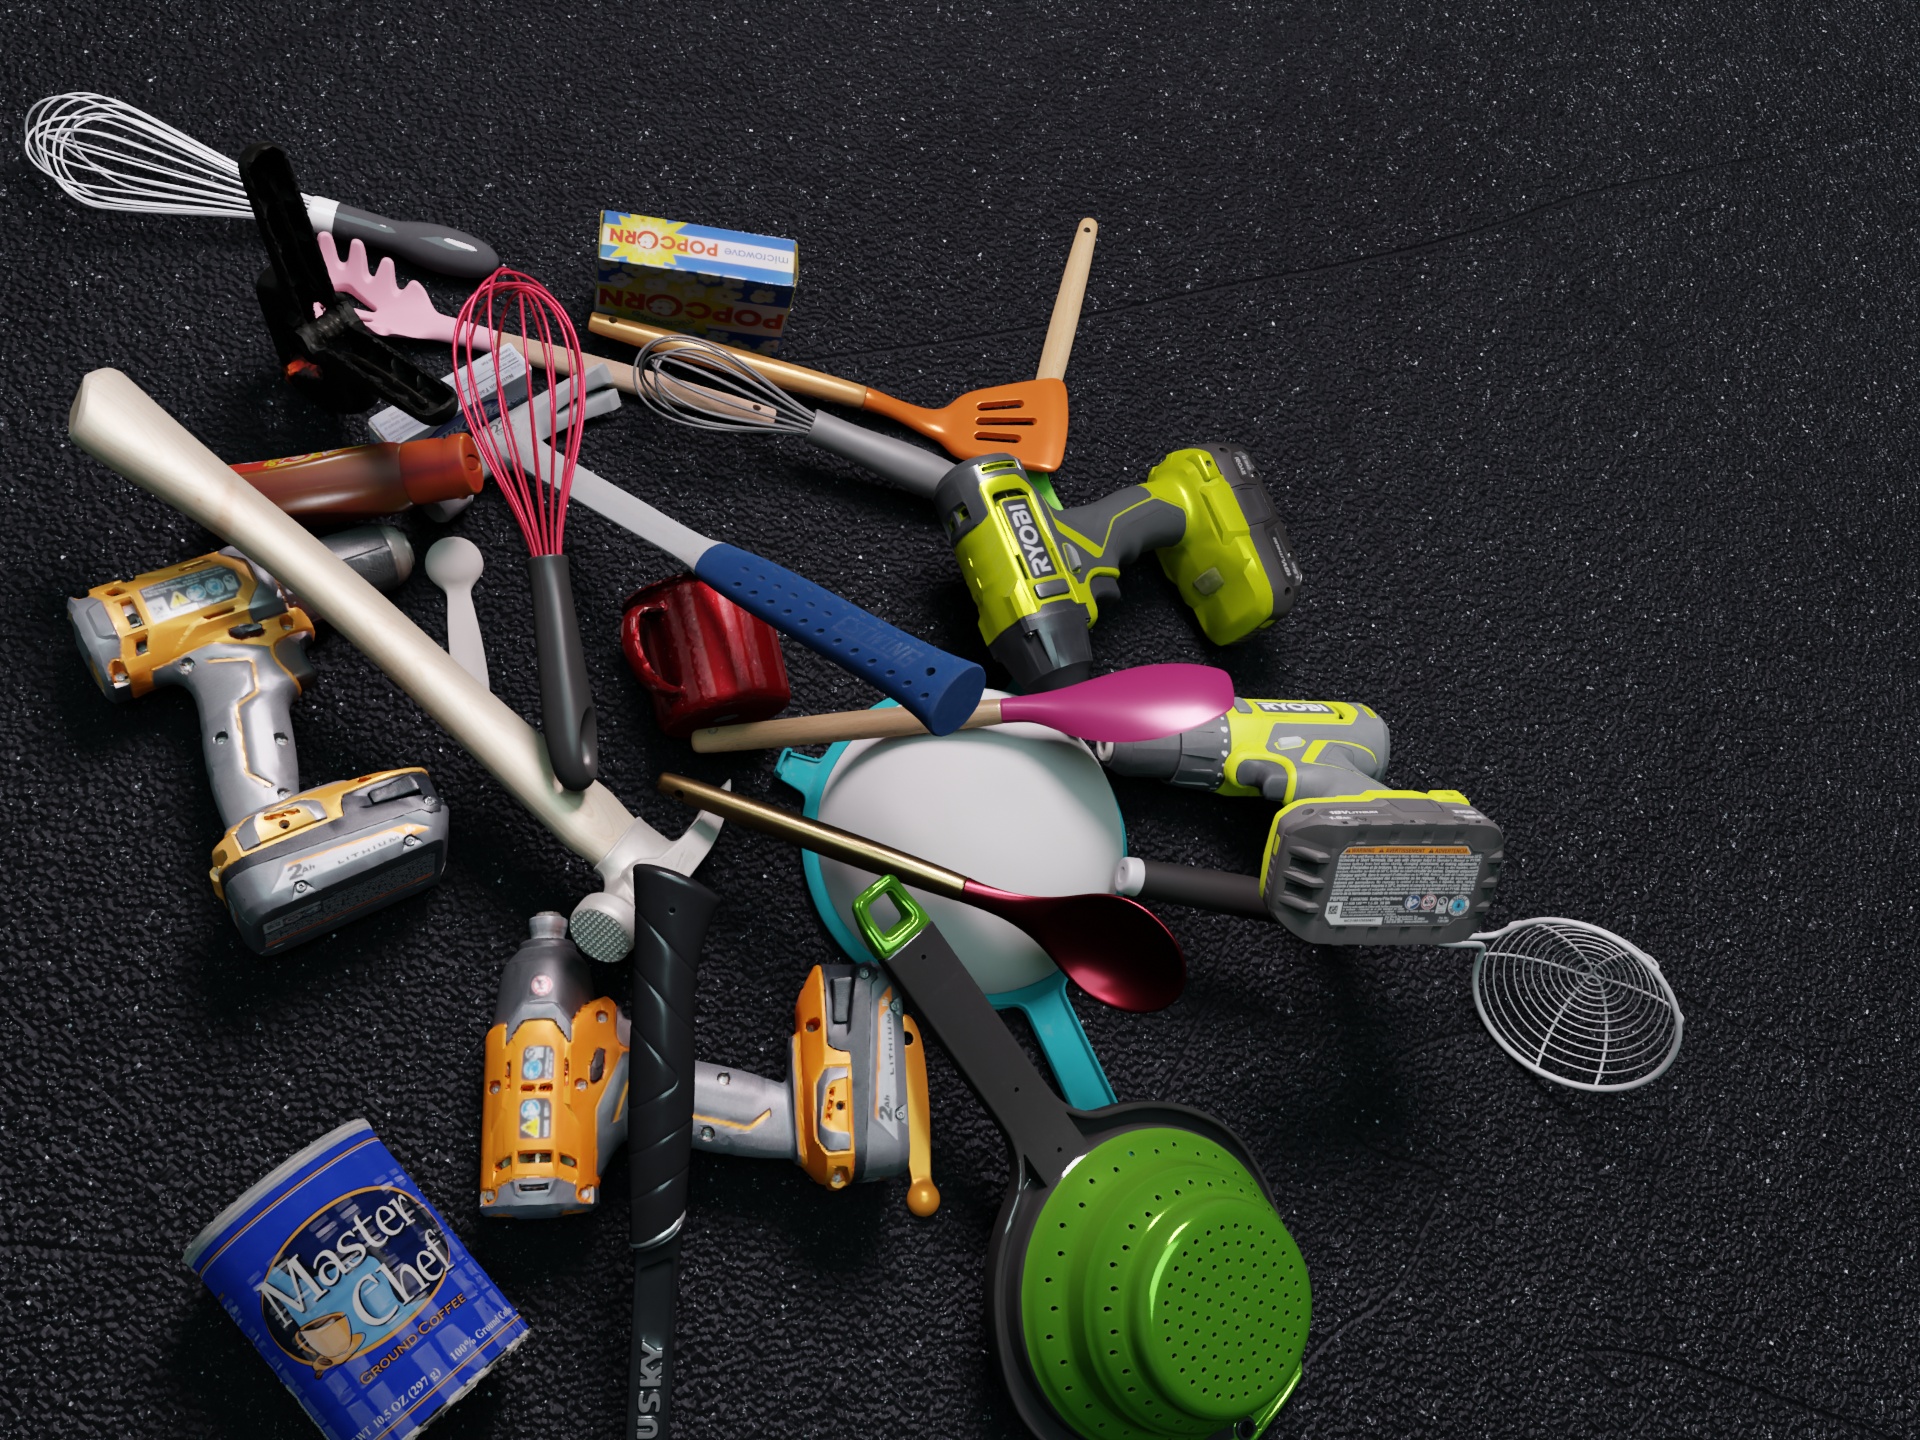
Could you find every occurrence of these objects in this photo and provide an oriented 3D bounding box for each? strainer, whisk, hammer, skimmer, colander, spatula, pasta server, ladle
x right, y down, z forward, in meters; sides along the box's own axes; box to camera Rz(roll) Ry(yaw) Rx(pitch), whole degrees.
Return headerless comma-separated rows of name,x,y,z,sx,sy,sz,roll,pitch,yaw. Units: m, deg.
strainer,0.041,0.119,0.947,0.211,0.095,0.340,-20,75,-21
whisk,-0.438,-0.329,1.010,0.284,0.070,0.070,13,68,-16
hammer,-0.145,-0.099,0.904,0.406,0.035,0.144,30,61,32
skimmer,0.265,0.150,0.967,0.363,0.127,0.090,13,45,-17
colander,0.076,0.247,0.856,0.204,0.094,0.397,-38,99,-27
whisk,-0.097,-0.188,1.033,0.239,0.055,0.055,20,66,-15
hammer,-0.306,-0.046,0.878,0.410,0.038,0.146,42,35,-8
spatula,-0.086,-0.228,1.064,0.322,0.041,0.081,13,61,-13
pasta server,-0.273,-0.241,1.027,0.316,0.040,0.060,14,60,-11
ladle,-0.023,0.087,0.891,0.315,0.069,0.031,20,26,5
hammer,-0.159,0.277,0.805,0.149,0.036,0.409,2,89,-10
whisk,-0.230,-0.107,0.874,0.073,0.073,0.296,-7,83,-17

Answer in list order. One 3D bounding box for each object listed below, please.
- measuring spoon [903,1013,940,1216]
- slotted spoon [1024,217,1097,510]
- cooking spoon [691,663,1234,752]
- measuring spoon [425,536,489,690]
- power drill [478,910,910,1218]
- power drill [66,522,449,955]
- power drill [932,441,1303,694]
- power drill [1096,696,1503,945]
measuring spoon,-0.026,0.230,0.933,0.021,0.011,0.117,-2,71,-16
slotted spoon,0.063,-0.233,1.120,0.070,0.031,0.314,13,65,2
cooking spoon,-0.001,-0.003,0.927,0.319,0.017,0.069,-6,38,7
measuring spoon,-0.300,-0.056,0.962,0.034,0.018,0.124,-8,73,-18
power drill,-0.147,0.185,0.882,0.226,0.084,0.164,0,71,-11
power drill,-0.365,-0.005,0.895,0.185,0.084,0.226,-25,74,-29
power drill,0.106,-0.095,1.026,0.223,0.080,0.171,-14,76,-33
power drill,0.201,0.047,0.966,0.190,0.229,0.080,2,111,-15
